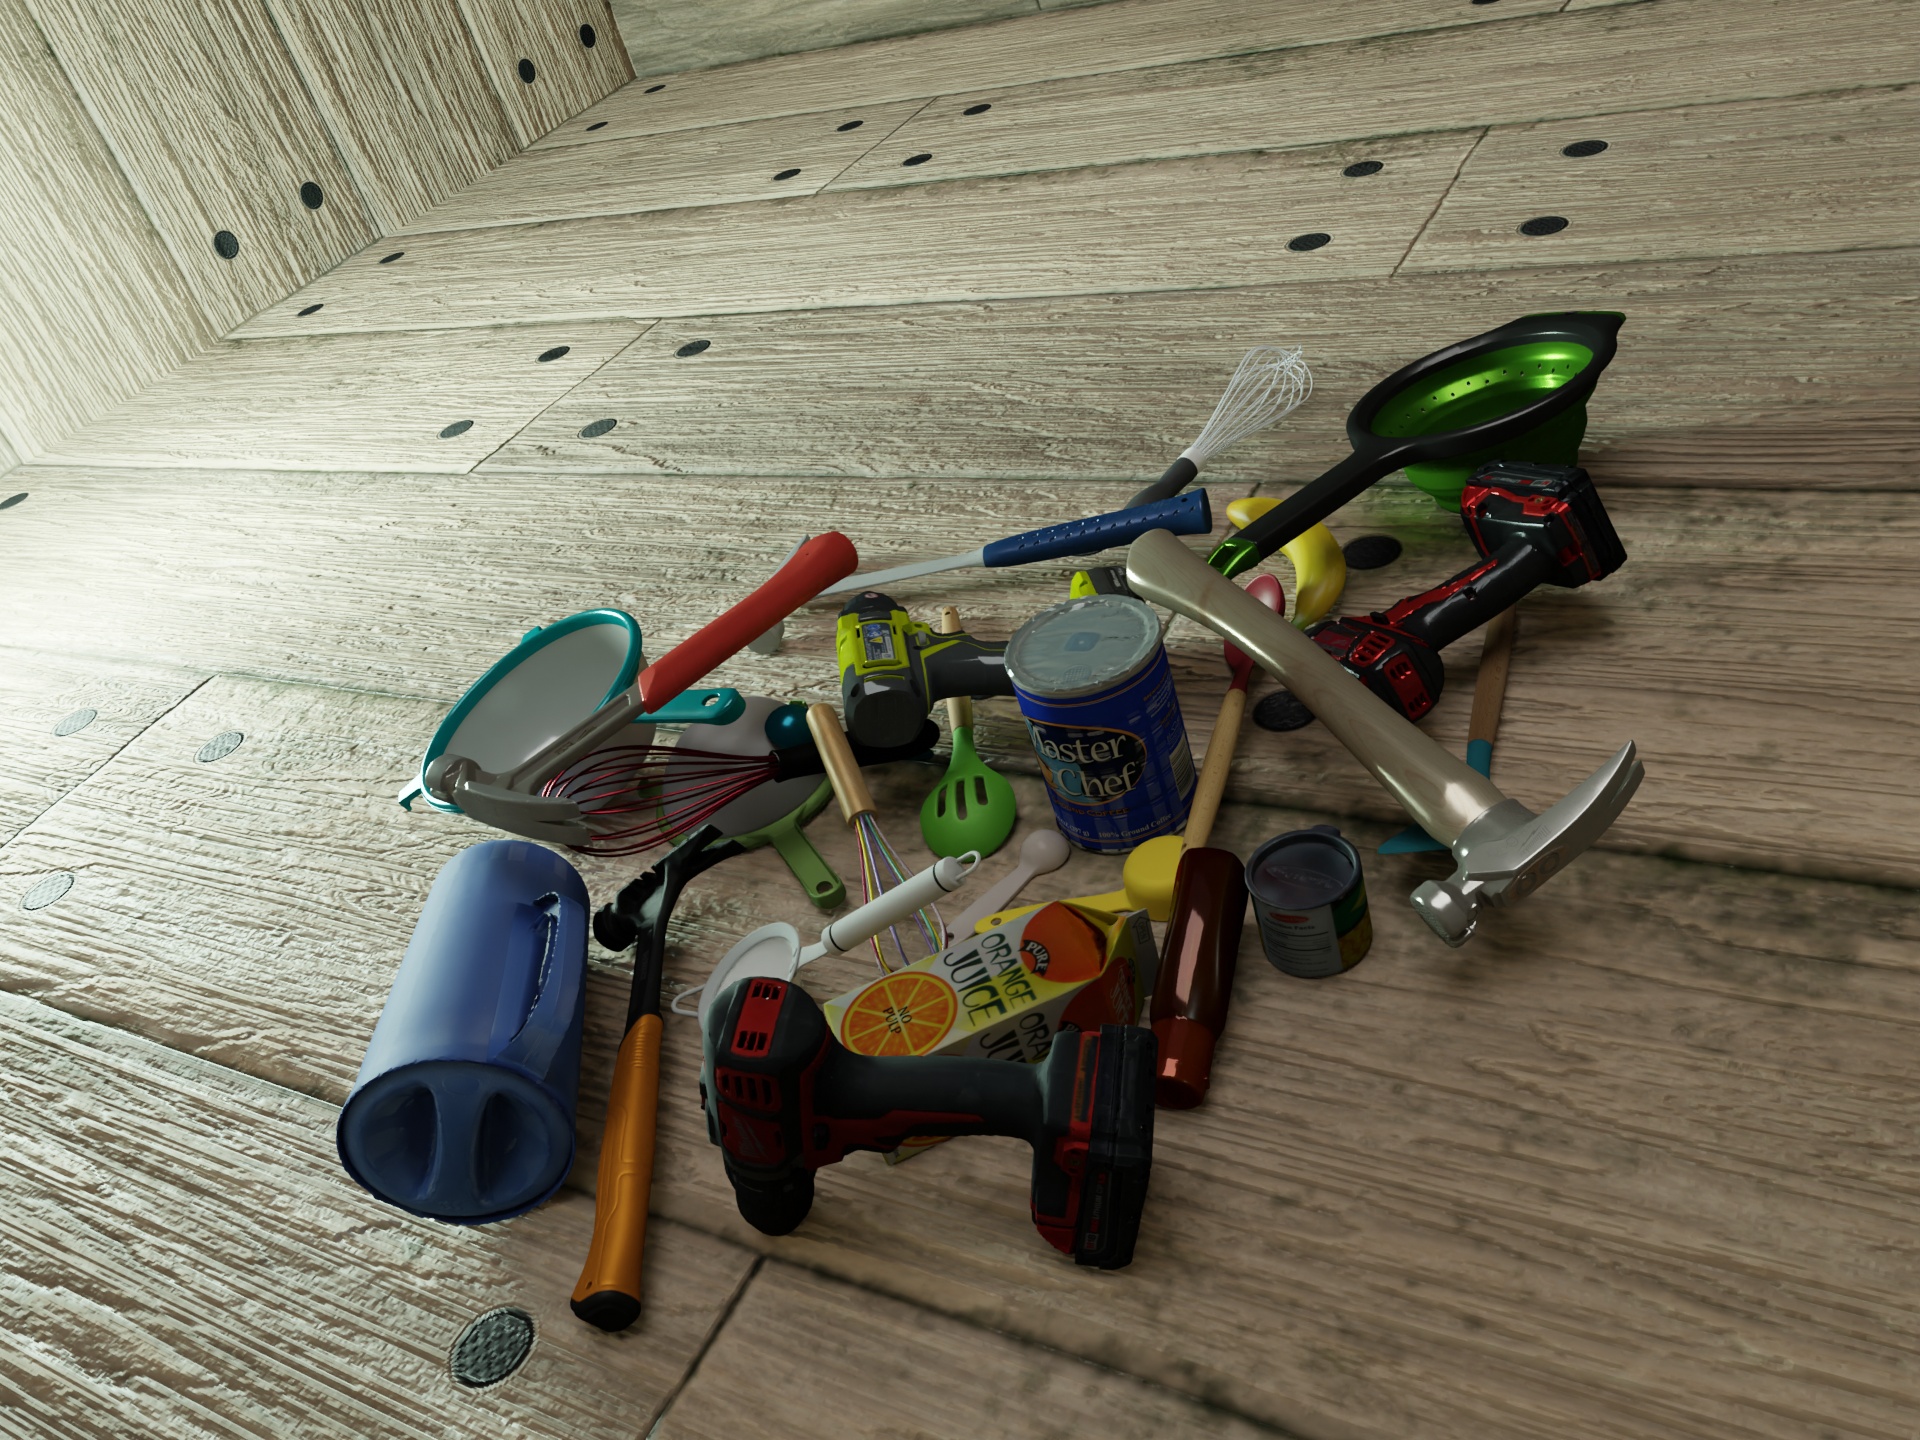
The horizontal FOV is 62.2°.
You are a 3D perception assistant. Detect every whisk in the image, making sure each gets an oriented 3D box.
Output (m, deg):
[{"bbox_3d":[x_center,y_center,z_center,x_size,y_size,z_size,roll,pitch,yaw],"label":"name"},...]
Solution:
[{"bbox_3d":[0.223,-0.248,1.408,0.070,0.070,0.285,18,54,41],"label":"whisk"},{"bbox_3d":[-0.059,0.080,1.036,0.047,0.051,0.245,-13,52,-17],"label":"whisk"},{"bbox_3d":[-0.146,0.037,1.102,0.295,0.073,0.073,-13,30,-26],"label":"whisk"}]

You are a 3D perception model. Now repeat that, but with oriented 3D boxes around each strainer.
[{"bbox_3d":[-0.079,0.139,0.970,0.258,0.050,0.087,-33,32,33],"label":"strainer"},{"bbox_3d":[-0.147,0.050,1.161,0.151,0.069,0.257,-28,34,-13],"label":"strainer"},{"bbox_3d":[-0.265,0.015,1.215,0.340,0.095,0.211,-1,47,40],"label":"strainer"}]

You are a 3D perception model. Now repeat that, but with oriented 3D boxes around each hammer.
[{"bbox_3d":[-0.192,0.209,0.970,0.127,0.034,0.337,-37,32,23],"label":"hammer"},{"bbox_3d":[-0.184,-0.035,1.090,0.149,0.036,0.359,10,37,37],"label":"hammer"},{"bbox_3d":[0.013,-0.142,1.359,0.405,0.035,0.144,-10,36,19],"label":"hammer"},{"bbox_3d":[0.233,-0.030,1.003,0.146,0.038,0.411,-39,41,0],"label":"hammer"}]

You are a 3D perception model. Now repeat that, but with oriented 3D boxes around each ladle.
[{"bbox_3d":[0.184,-0.002,1.085,0.031,0.069,0.316,33,41,-6],"label":"ladle"}]

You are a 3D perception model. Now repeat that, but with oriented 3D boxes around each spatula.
[{"bbox_3d":[0.339,-0.007,1.033,0.082,0.044,0.318,-10,33,32],"label":"spatula"}]

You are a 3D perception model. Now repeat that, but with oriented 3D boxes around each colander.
[{"bbox_3d":[0.348,-0.180,1.210,0.397,0.094,0.205,-34,25,-17],"label":"colander"}]

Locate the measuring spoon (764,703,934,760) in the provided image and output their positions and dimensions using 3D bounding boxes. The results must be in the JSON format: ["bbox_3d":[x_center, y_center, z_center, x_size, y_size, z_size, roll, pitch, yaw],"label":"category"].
[{"bbox_3d":[-0.080,0.009,1.175,0.128,0.021,0.042,10,39,-12],"label":"measuring spoon"}]

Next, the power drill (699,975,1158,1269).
[{"bbox_3d":[-0.020,0.217,0.817,0.226,0.187,0.080,7,43,5],"label":"power drill"}]

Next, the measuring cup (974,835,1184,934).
[{"bbox_3d":[0.083,0.108,1.007,0.156,0.029,0.062,-13,35,5],"label":"measuring cup"}]

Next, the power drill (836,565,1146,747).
[{"bbox_3d":[0.021,-0.054,1.168,0.223,0.080,0.171,-4,33,-6],"label":"power drill"}]

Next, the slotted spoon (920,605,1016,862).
[{"bbox_3d":[-0.002,-0.004,1.206,0.070,0.031,0.314,-17,33,8],"label":"slotted spoon"}]

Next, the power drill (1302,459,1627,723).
[{"bbox_3d":[0.329,-0.084,1.093,0.219,0.078,0.143,-37,20,-8],"label":"power drill"}]

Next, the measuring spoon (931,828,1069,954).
[{"bbox_3d":[0.024,0.110,1.044,0.124,0.018,0.034,-40,40,-26],"label":"measuring spoon"}]
